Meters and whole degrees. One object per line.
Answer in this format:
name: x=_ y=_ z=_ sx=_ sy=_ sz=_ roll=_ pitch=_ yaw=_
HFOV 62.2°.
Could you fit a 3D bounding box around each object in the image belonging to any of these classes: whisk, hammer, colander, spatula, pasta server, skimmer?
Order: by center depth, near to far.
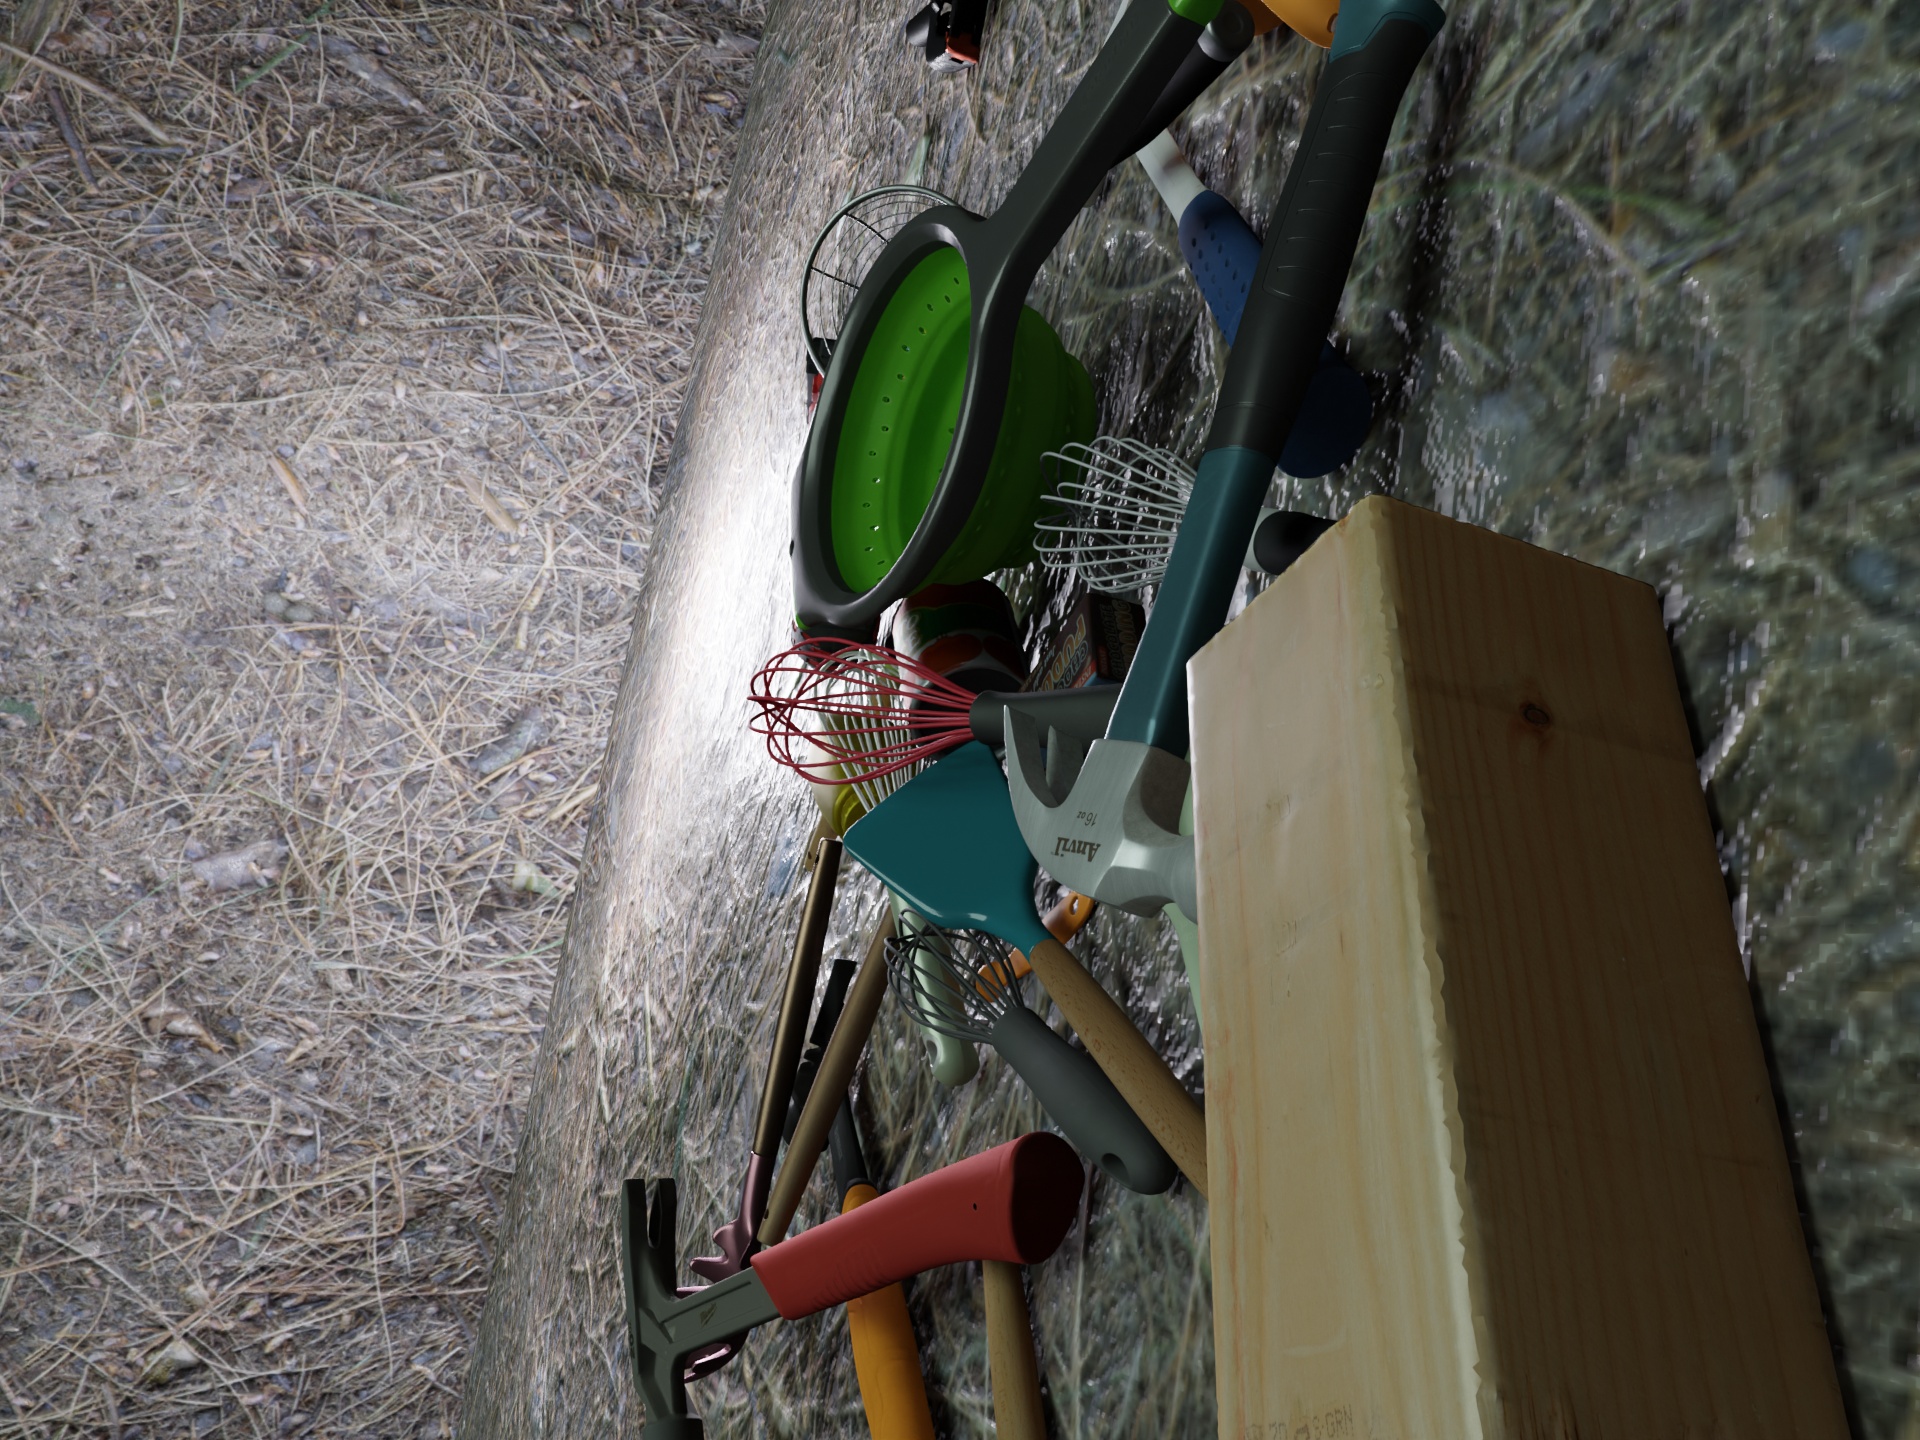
hammer: x=0.096 y=-0.097 z=0.519 sx=0.128 sy=0.033 sz=0.331 roll=3 pitch=71 yaw=59
whisk: x=0.096 y=-0.070 z=0.583 sx=0.285 sy=0.070 sz=0.070 roll=-151 pitch=76 yaw=-67
spatula: x=0.036 y=0.096 z=0.611 sx=0.082 sy=0.044 sz=0.318 roll=-35 pitch=26 yaw=-5
whisk: x=0.023 y=0.132 z=0.652 sx=0.239 sy=0.055 sz=0.055 roll=31 pitch=107 yaw=63
whisk: x=-0.001 y=-0.002 z=0.692 sx=0.296 sy=0.073 sz=0.073 roll=2 pitch=78 yaw=48
hammer: x=0.105 y=-0.231 z=0.701 sx=0.406 sy=0.035 sz=0.144 roll=-100 pitch=29 yaw=-51
colander: x=0.039 y=-0.178 z=0.717 sx=0.397 sy=0.094 sz=0.205 roll=-47 pitch=39 yaw=47
hammer: x=-0.068 y=0.242 z=0.729 sx=0.359 sy=0.036 sz=0.149 roll=-39 pitch=51 yaw=44
skimmer: x=0.015 y=-0.248 z=0.782 sx=0.363 sy=0.090 sz=0.127 roll=-13 pitch=98 yaw=68
hammer: x=-0.045 y=0.259 z=0.795 sx=0.337 sy=0.034 sz=0.127 roll=-114 pitch=40 yaw=-62
whisk: x=-0.028 y=0.067 z=0.806 sx=0.057 sy=0.059 sz=0.247 roll=119 pitch=142 yaw=-53
spatula: x=-0.039 y=0.122 z=0.832 sx=0.060 sy=0.018 sz=0.316 roll=4 pitch=70 yaw=66
pasta server: x=-0.114 y=0.222 z=0.917 sx=0.060 sy=0.040 sz=0.316 roll=8 pitch=85 yaw=60

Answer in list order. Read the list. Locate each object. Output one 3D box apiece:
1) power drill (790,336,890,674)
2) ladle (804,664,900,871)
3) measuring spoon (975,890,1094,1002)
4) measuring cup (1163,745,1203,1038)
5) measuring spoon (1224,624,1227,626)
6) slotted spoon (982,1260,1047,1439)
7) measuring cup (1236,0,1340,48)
power drill: x=-0.079 y=-0.142 z=1.112 sx=0.143 sy=0.078 sz=0.220 roll=118 pitch=157 yaw=-79
ladle: x=-0.062 y=-0.009 z=1.012 sx=0.078 sy=0.062 sz=0.320 roll=59 pitch=140 yaw=34
measuring spoon: x=0.031 y=0.100 z=0.716 sx=0.117 sy=0.011 sz=0.021 roll=128 pitch=150 yaw=-52
measuring cup: x=0.093 y=0.067 z=0.537 sx=0.083 sy=0.038 sz=0.168 roll=-41 pitch=56 yaw=53
measuring spoon: x=0.105 y=-0.022 z=0.566 sx=0.129 sy=0.021 sz=0.042 roll=-155 pitch=79 yaw=-71
slotted spoon: x=0.029 y=0.304 z=0.552 sx=0.314 sy=0.031 sz=0.070 roll=-98 pitch=28 yaw=-53
measuring cup: x=0.136 y=-0.312 z=0.657 sx=0.095 sy=0.052 sz=0.174 roll=-63 pitch=37 yaw=36
